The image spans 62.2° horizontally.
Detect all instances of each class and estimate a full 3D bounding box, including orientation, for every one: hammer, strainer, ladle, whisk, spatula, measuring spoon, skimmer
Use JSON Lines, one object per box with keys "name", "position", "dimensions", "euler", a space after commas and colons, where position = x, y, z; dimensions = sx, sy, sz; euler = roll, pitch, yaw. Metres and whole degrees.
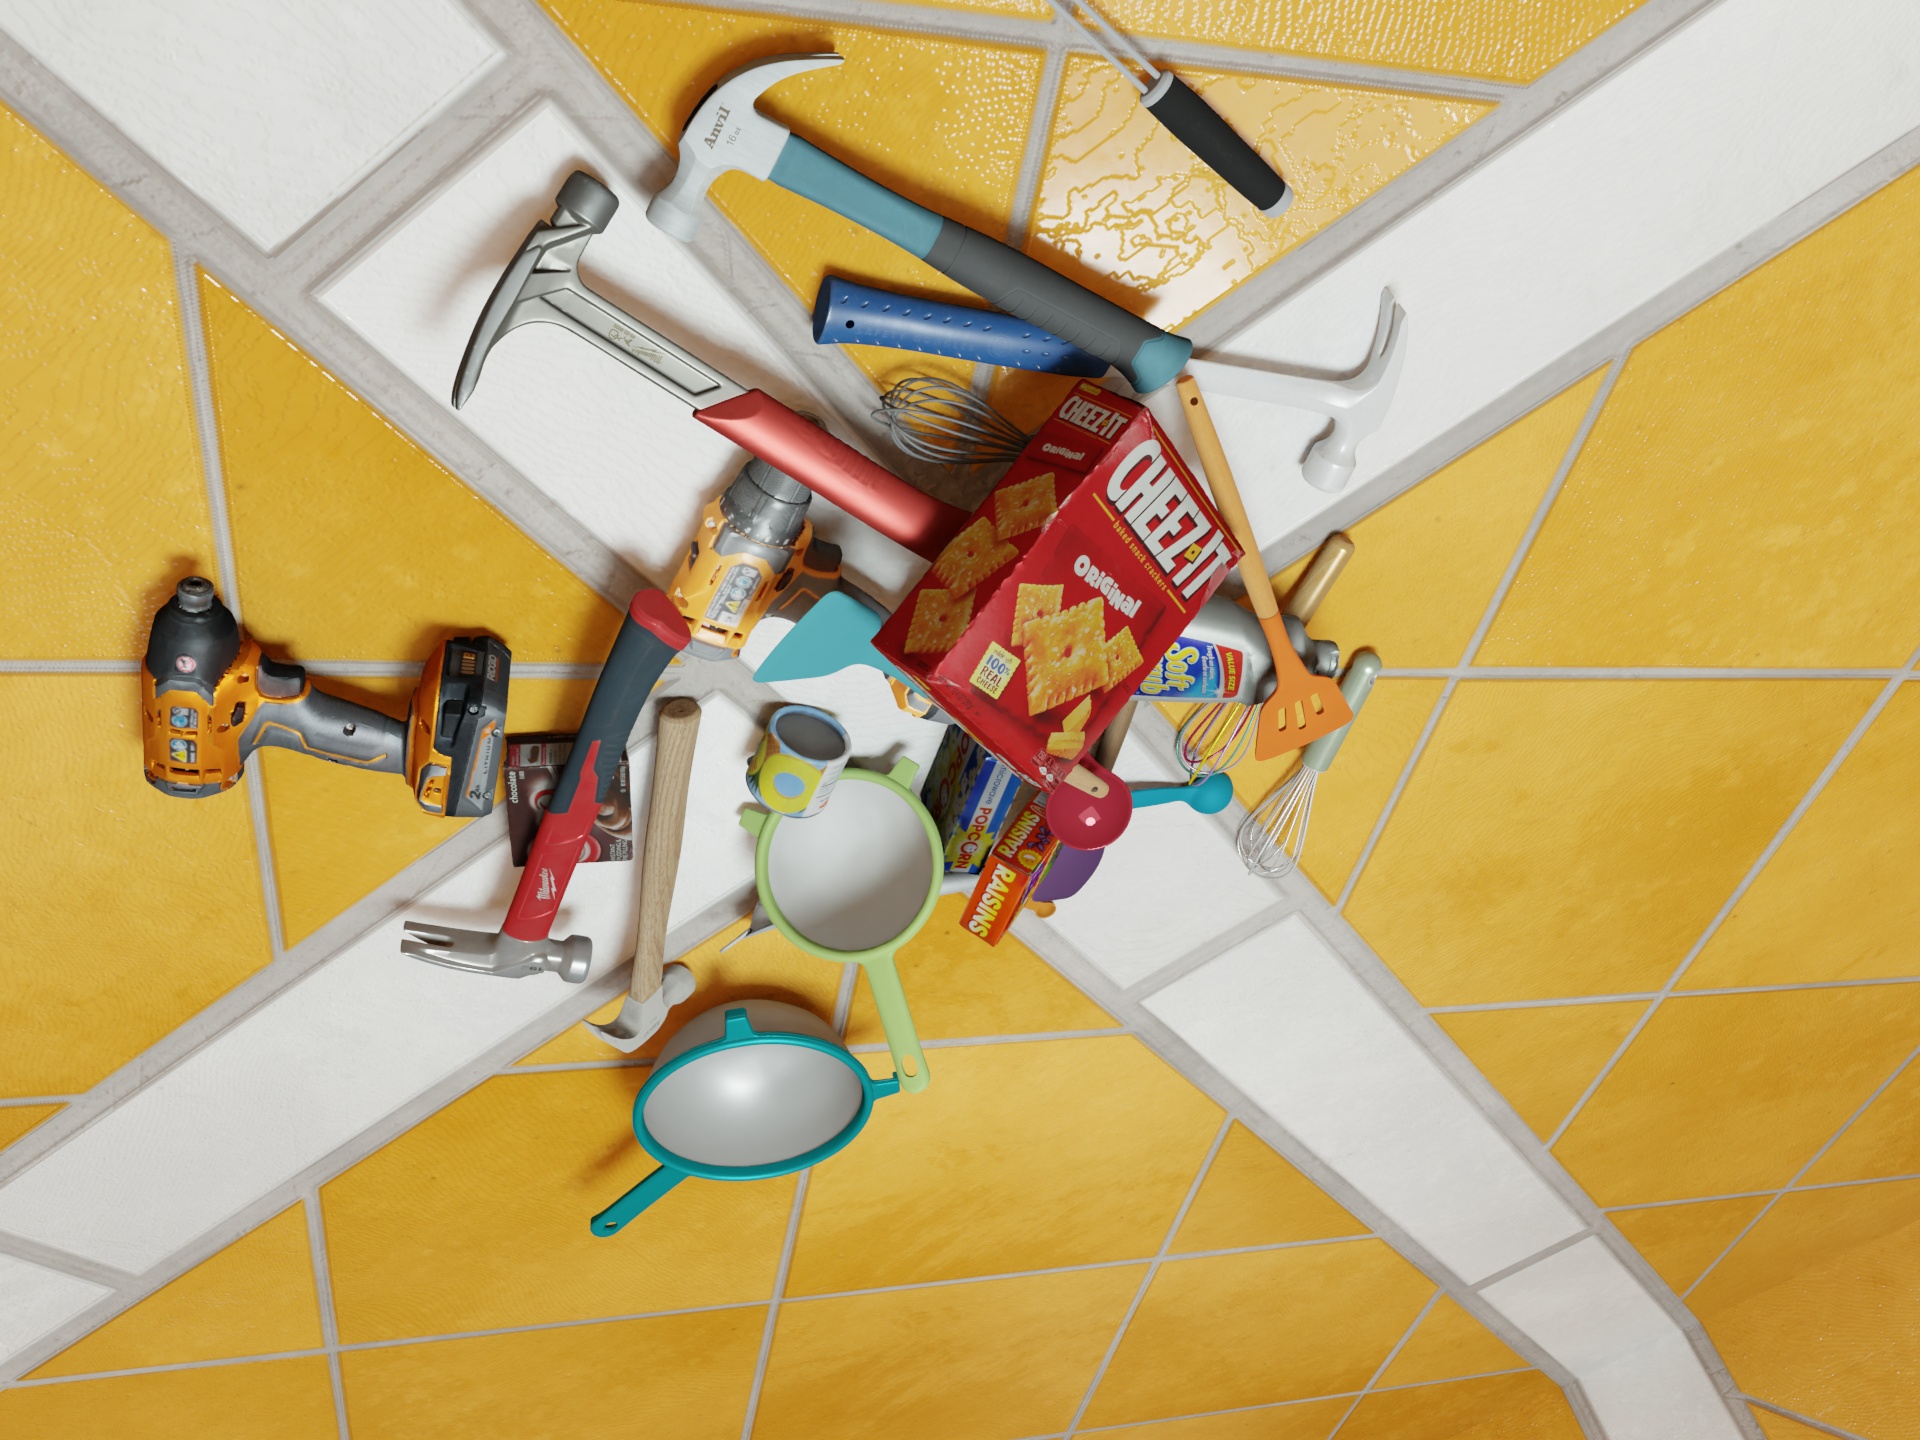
{"name": "hammer", "position": [-0.237, 0.128, 1.241], "dimensions": [0.031, 0.130, 0.331], "euler": [23, 124, 14]}
{"name": "strainer", "position": [-0.231, 0.353, 1.449], "dimensions": [0.210, 0.095, 0.340], "euler": [31, 120, -34]}
{"name": "ladle", "position": [0.074, -0.007, 1.151], "dimensions": [0.069, 0.031, 0.315], "euler": [-17, 139, 2]}
{"name": "hammer", "position": [-0.116, -0.165, 0.963], "dimensions": [0.358, 0.037, 0.149], "euler": [30, 93, -27]}
{"name": "hammer", "position": [-0.289, 0.055, 1.130], "dimensions": [0.143, 0.038, 0.386], "euler": [13, 130, -22]}
{"name": "hammer", "position": [0.106, -0.238, 1.030], "dimensions": [0.405, 0.035, 0.144], "euler": [5, 131, -21]}
{"name": "whisk", "position": [0.239, -0.044, 1.256], "dimensions": [0.047, 0.051, 0.245], "euler": [-4, 133, -43]}
{"name": "spatula", "position": [0.118, 0.040, 1.308], "dimensions": [0.059, 0.018, 0.315], "euler": [-5, 133, -23]}
{"name": "strainer", "position": [-0.077, 0.146, 1.333], "dimensions": [0.258, 0.050, 0.087], "euler": [-9, 171, -14]}
{"name": "hammer", "position": [-0.006, -0.275, 0.930], "dimensions": [0.330, 0.033, 0.128], "euler": [22, 113, -24]}
{"name": "strainer", "position": [-0.066, 0.163, 1.251], "dimensions": [0.151, 0.256, 0.069], "euler": [-19, 173, 9]}
{"name": "whisk", "position": [0.296, 0.042, 1.349], "dimensions": [0.058, 0.059, 0.246], "euler": [-26, 145, -47]}
{"name": "whisk", "position": [0.046, -0.179, 1.065], "dimensions": [0.238, 0.055, 0.055], "euler": [12, 128, -32]}
{"name": "measuring spoon", "position": [0.177, 0.070, 1.340], "dimensions": [0.128, 0.021, 0.042], "euler": [-5, 134, -24]}
{"name": "measuring spoon", "position": [0.039, 0.146, 1.394], "dimensions": [0.116, 0.011, 0.021], "euler": [29, 115, -32]}
{"name": "spatula", "position": [-0.002, -0.003, 1.092], "dimensions": [0.317, 0.044, 0.082], "euler": [29, 114, -36]}
{"name": "spatula", "position": [0.204, -0.098, 1.111], "dimensions": [0.081, 0.041, 0.322], "euler": [-24, 120, 3]}
{"name": "skimmer", "position": [0.073, -0.365, 0.859], "dimensions": [0.363, 0.090, 0.127], "euler": [27, 124, -36]}

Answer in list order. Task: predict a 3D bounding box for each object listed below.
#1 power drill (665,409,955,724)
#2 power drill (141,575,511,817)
{"name": "power drill", "position": [-0.069, -0.101, 1.081], "dimensions": [0.226, 0.084, 0.185], "euler": [18, 123, -24]}
{"name": "power drill", "position": [-0.419, -0.015, 1.054], "dimensions": [0.226, 0.084, 0.164], "euler": [7, 129, -17]}
